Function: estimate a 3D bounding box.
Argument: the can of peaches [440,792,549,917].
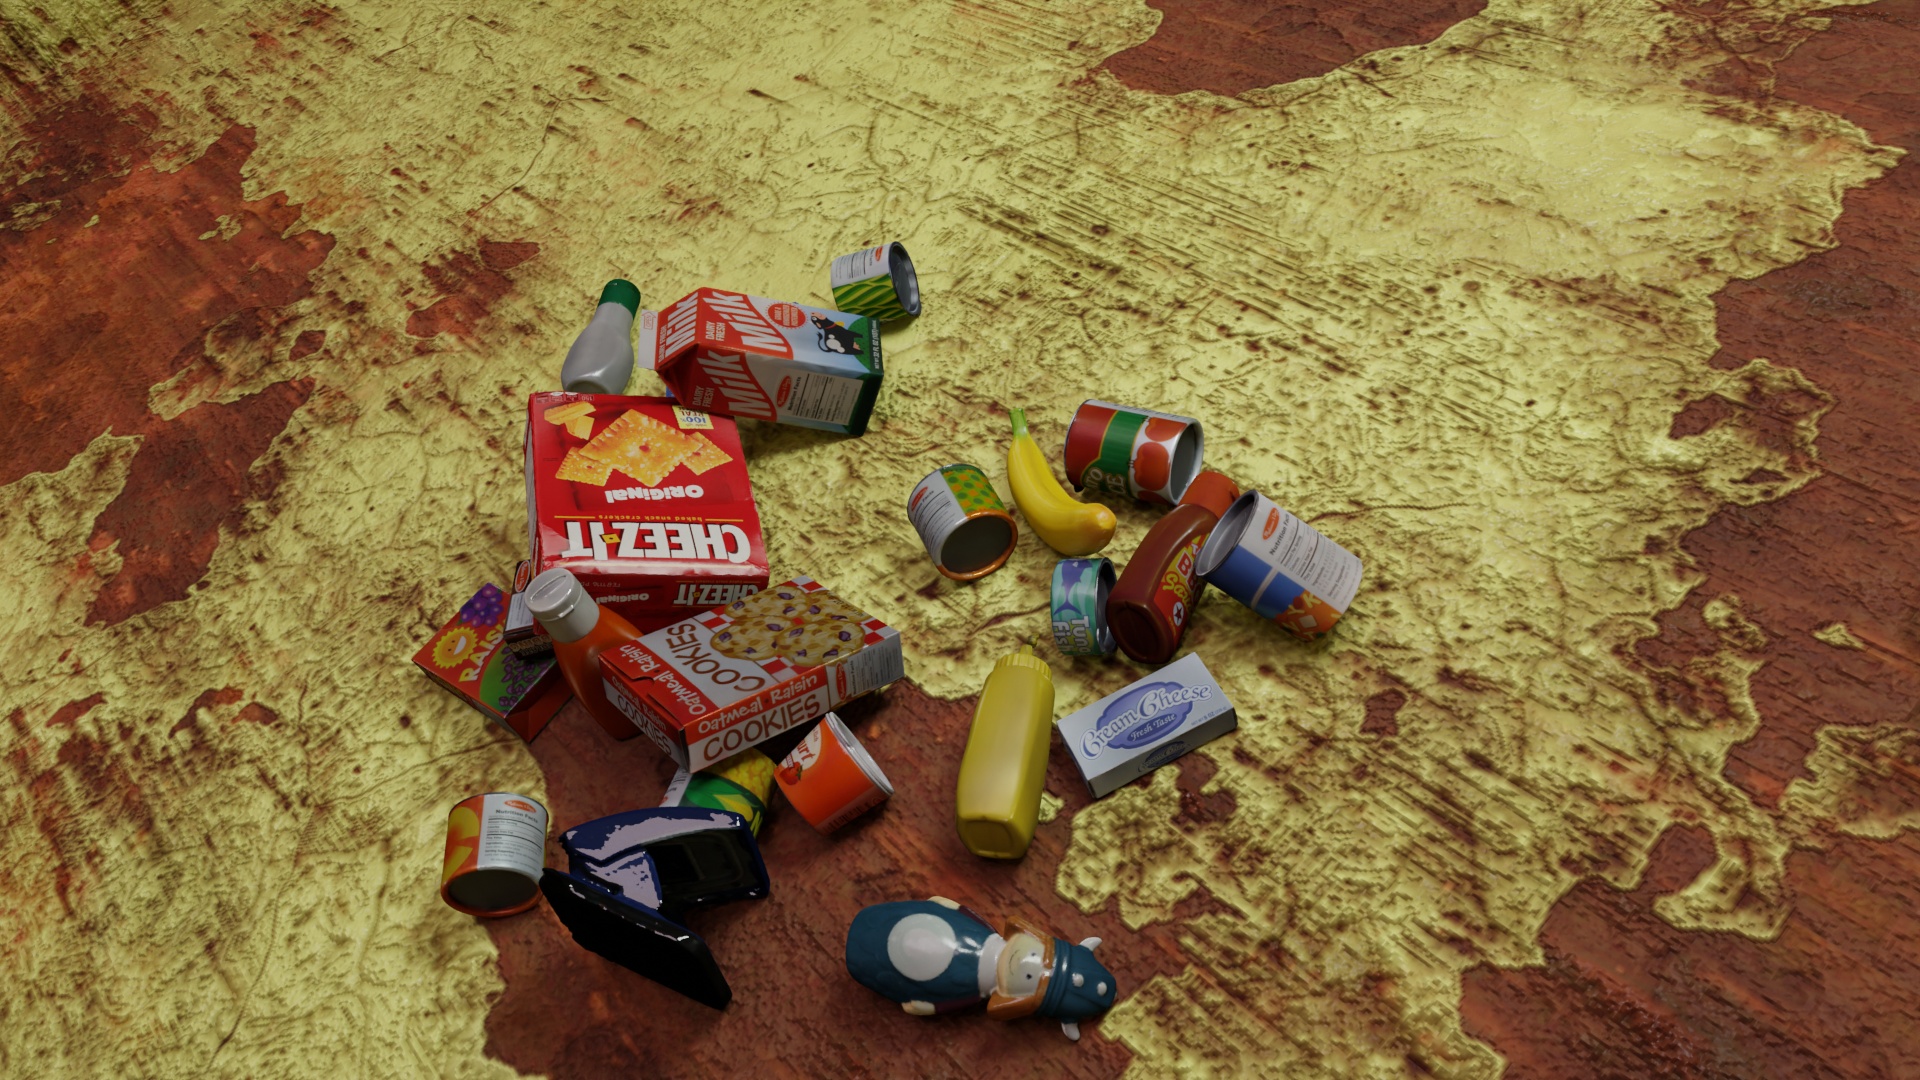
[{"bbox_3d":[-0.312,0.213,0.932,0.071,0.071,0.058,-17,47,5],"label":"can of peaches"}]

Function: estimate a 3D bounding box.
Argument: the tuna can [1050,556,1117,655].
[{"bbox_3d":[0.084,0.046,0.931,0.033,0.070,0.071,-3,50,19],"label":"tuna can"}]

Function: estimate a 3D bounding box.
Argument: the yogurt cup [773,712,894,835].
[{"bbox_3d":[-0.084,0.154,0.901,0.054,0.072,0.072,-39,48,-4],"label":"yogurt cup"}]

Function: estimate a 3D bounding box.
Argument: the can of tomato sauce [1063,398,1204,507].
[{"bbox_3d":[0.126,-0.062,1.012,0.083,0.071,0.071,14,57,29],"label":"can of tomato sauce"}]

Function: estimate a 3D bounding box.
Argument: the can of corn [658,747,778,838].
[{"bbox_3d":[-0.156,0.170,0.912,0.071,0.071,0.058,5,52,23],"label":"can of corn"}]

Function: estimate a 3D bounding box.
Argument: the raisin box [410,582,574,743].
[{"bbox_3d":[-0.349,0.091,1.067,0.123,0.040,0.086,22,61,34],"label":"raisin box"}]

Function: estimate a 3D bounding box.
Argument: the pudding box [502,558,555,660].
[{"bbox_3d":[-0.310,0.047,1.045,0.050,0.030,0.084,-13,42,3],"label":"pudding box"}]

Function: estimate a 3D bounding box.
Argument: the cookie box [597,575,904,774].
[{"bbox_3d":[-0.142,0.084,0.941,0.168,0.040,0.123,-22,31,-32],"label":"cookie box"}]

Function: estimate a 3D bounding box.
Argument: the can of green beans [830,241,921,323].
[{"bbox_3d":[-0.075,-0.224,1.222,0.058,0.071,0.071,-11,47,19],"label":"can of green beans"}]

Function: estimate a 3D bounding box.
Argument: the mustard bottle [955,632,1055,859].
[{"bbox_3d":[0.033,0.123,0.888,0.049,0.065,0.161,1,45,14],"label":"mustard bottle"}]

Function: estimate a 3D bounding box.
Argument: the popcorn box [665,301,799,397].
[{"bbox_3d":[-0.194,-0.156,1.228,0.127,0.038,0.085,-15,48,6],"label":"popcorn box"}]

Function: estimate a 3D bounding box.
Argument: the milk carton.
[{"bbox_3d":[-0.164,-0.148,1.125,0.191,0.073,0.073,8,46,-17],"label":"milk carton"}]

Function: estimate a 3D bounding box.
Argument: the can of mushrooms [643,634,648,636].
[{"bbox_3d":[-0.258,0.053,1.072,0.071,0.033,0.071,-10,48,12],"label":"can of mushrooms"}]

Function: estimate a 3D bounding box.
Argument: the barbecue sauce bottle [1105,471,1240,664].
[{"bbox_3d":[0.148,0.012,0.944,0.043,0.064,0.149,3,42,35],"label":"barbecue sauce bottle"}]

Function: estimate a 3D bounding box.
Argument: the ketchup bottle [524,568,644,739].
[{"bbox_3d":[-0.252,0.078,0.969,0.065,0.148,0.043,-39,50,-14],"label":"ketchup bottle"}]

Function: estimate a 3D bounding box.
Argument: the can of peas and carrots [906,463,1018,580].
[{"bbox_3d":[0.004,-0.013,1.014,0.071,0.070,0.059,-27,47,-4],"label":"can of peas and carrots"}]

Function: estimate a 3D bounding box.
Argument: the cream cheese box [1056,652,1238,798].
[{"bbox_3d":[0.118,0.117,0.886,0.104,0.024,0.053,-26,45,-4],"label":"cream cheese box"}]

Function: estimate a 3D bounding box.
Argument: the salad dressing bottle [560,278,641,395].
[{"bbox_3d":[-0.332,-0.186,1.302,0.064,0.043,0.148,-9,47,15],"label":"salad dressing bottle"}]

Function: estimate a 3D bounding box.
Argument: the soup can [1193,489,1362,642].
[{"bbox_3d":[0.203,0.018,0.892,0.084,0.071,0.072,33,60,-6],"label":"soup can"}]
